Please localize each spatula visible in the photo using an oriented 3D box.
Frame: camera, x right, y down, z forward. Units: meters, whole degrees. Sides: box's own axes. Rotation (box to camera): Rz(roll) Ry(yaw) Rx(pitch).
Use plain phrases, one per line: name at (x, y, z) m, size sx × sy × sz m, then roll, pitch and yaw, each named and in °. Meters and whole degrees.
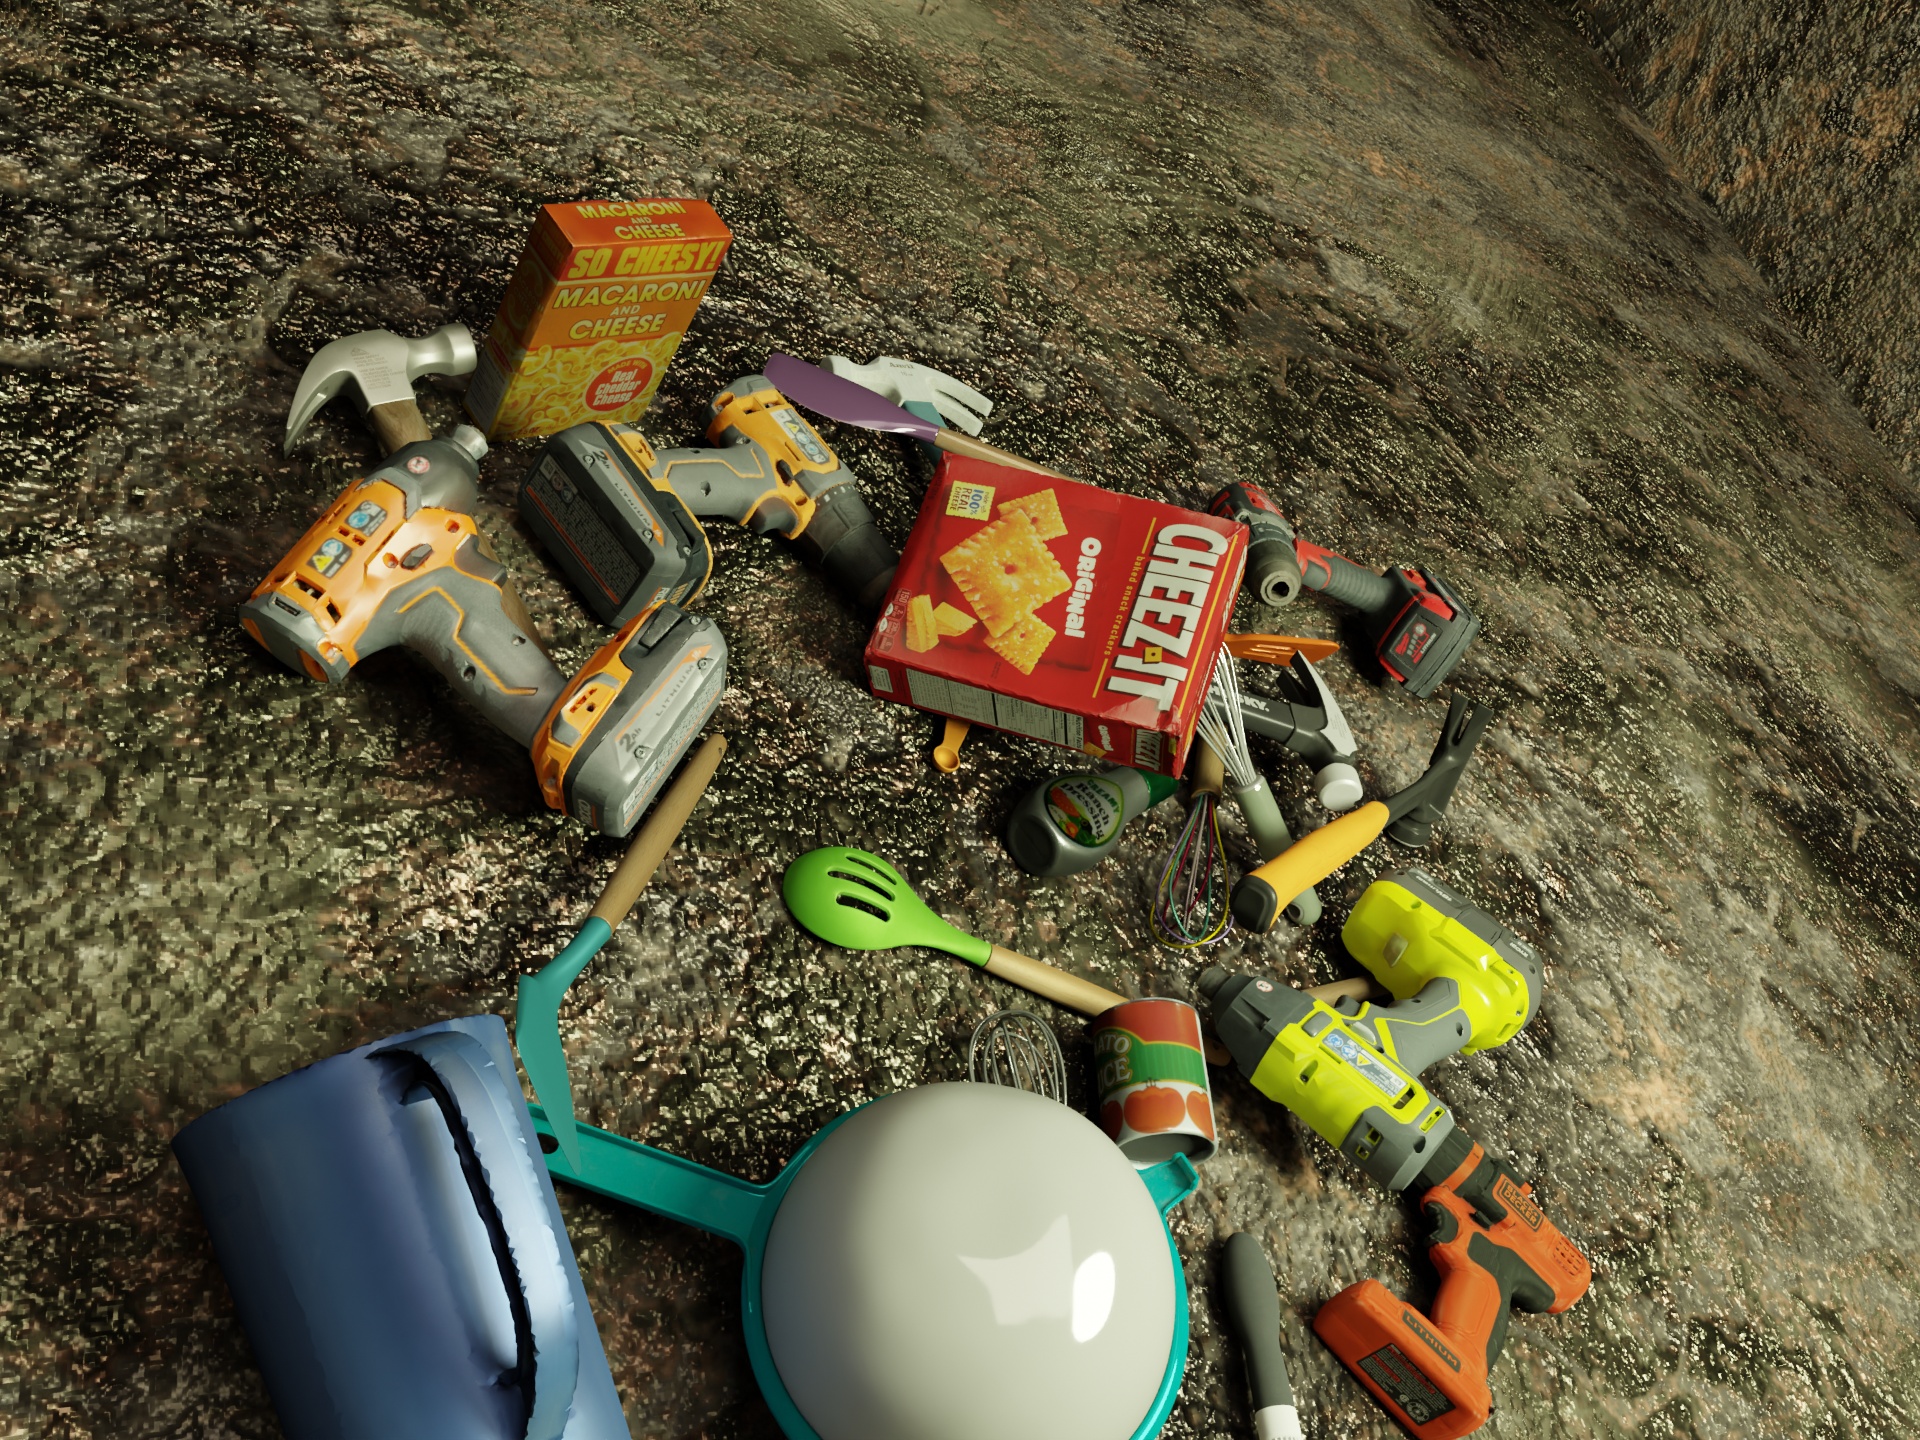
spatula at (0.006, -0.198, 1.165) m, size 0.316 × 0.018 × 0.060 m, roll 21°, pitch 40°, yaw -9°
spatula at (0.146, -0.118, 1.257) m, size 0.322 × 0.081 × 0.041 m, roll 31°, pitch 75°, yaw -5°
spatula at (-0.168, 0.093, 0.825) m, size 0.318 × 0.044 × 0.082 m, roll -69°, pitch 149°, yaw -57°

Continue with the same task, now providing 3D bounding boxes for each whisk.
whisk at (0.050, 0.270, 0.868) m, size 0.055 × 0.055 × 0.239 m, roll 6°, pitch 57°, yaw -33°
whisk at (0.198, 0.037, 1.110) m, size 0.059 × 0.058 × 0.246 m, roll -34°, pitch 105°, yaw -30°
whisk at (0.174, 0.407, 0.840) m, size 0.070 × 0.070 × 0.285 m, roll 18°, pitch 42°, yaw -24°
whisk at (0.167, 0.070, 1.123) m, size 0.051 × 0.047 × 0.245 m, roll 41°, pitch 36°, yaw -18°

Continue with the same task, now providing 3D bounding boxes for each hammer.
hammer at (0.136, -0.035, 1.167) m, size 0.334 × 0.035 × 0.146 m, roll 17°, pitch 38°, yaw -15°
hammer at (-0.285, -0.090, 0.919) m, size 0.130 × 0.031 × 0.331 m, roll -21°, pitch 72°, yaw -33°
hammer at (0.012, -0.155, 1.164) m, size 0.128 × 0.033 × 0.331 m, roll -4°, pitch 50°, yaw -35°
hammer at (0.281, 0.072, 1.113) m, size 0.034 × 0.127 × 0.337 m, roll 32°, pitch 30°, yaw 26°

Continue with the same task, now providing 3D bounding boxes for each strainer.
strainer at (-0.051, 0.221, 0.720) m, size 0.340 × 0.095 × 0.211 m, roll 18°, pitch 48°, yaw 3°

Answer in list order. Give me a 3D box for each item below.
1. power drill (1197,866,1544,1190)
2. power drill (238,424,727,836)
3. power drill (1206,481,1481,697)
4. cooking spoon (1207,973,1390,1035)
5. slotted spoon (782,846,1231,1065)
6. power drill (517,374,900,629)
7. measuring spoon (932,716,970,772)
power drill at (0.269, 0.186, 1.035) m, size 0.171 × 0.080 × 0.223 m, roll 38°, pitch 39°, yaw 24°
power drill at (-0.240, -0.057, 0.850) m, size 0.226 × 0.084 × 0.164 m, roll 30°, pitch 66°, yaw 3°
power drill at (0.311, -0.107, 1.313) m, size 0.226 × 0.080 × 0.188 m, roll 26°, pitch 23°, yaw -13°
cooking spoon at (0.288, 0.189, 1.127) m, size 0.318 × 0.017 × 0.069 m, roll -3°, pitch 53°, yaw -39°
slotted spoon at (0.037, 0.151, 0.970) m, size 0.313 × 0.031 × 0.070 m, roll 26°, pitch 44°, yaw -18°
power drill at (-0.147, -0.128, 1.032) m, size 0.185 × 0.084 × 0.226 m, roll 51°, pitch 39°, yaw 8°
measuring spoon at (-0.002, -0.003, 1.084) m, size 0.021 × 0.011 × 0.117 m, roll 31°, pitch 40°, yaw -12°
